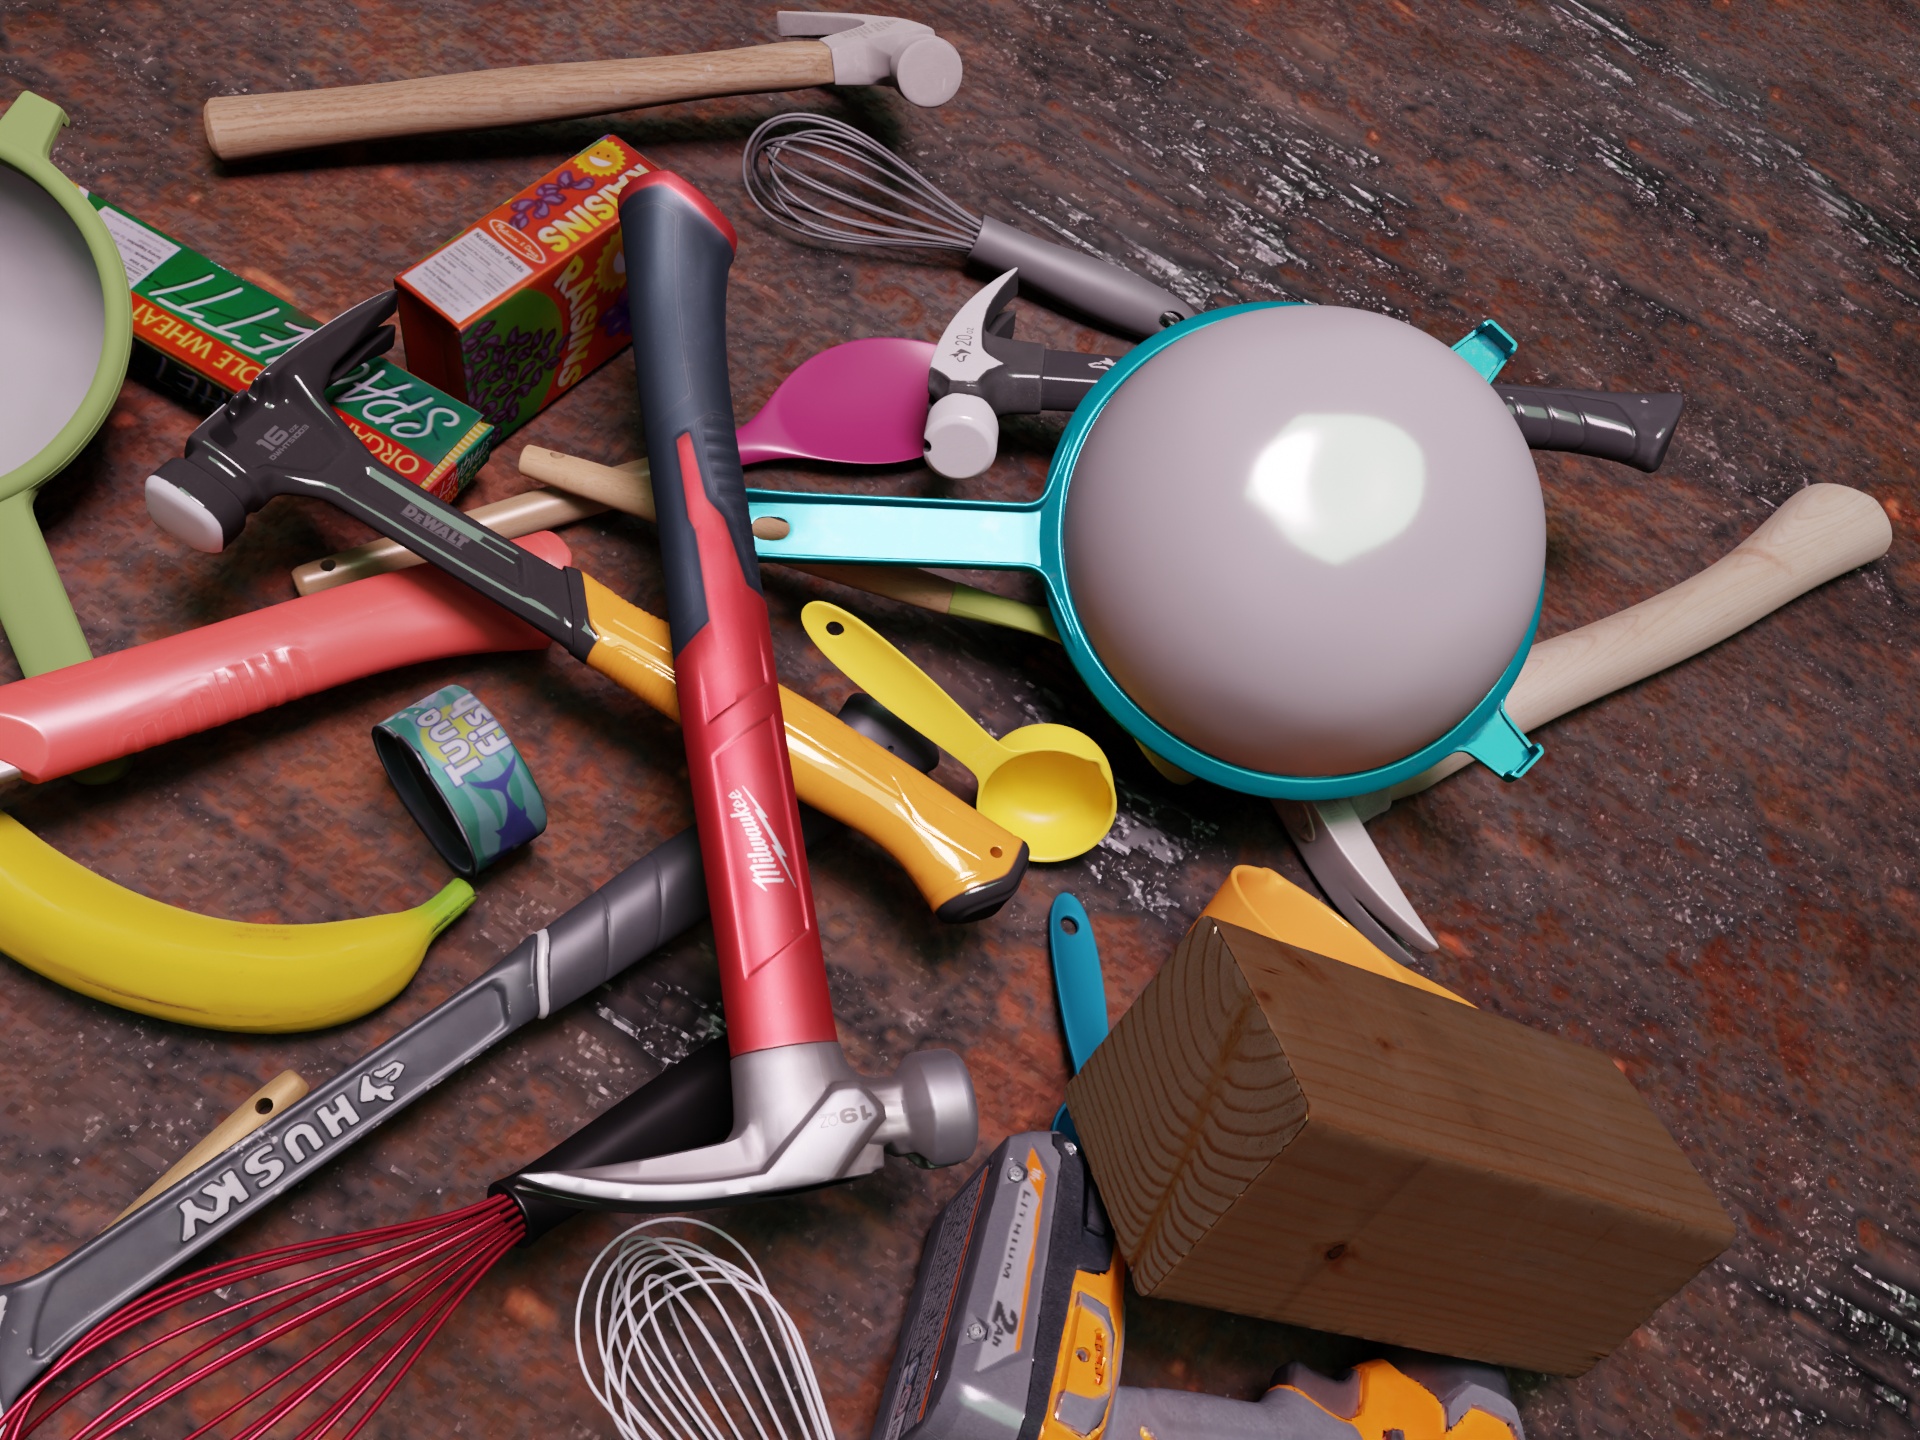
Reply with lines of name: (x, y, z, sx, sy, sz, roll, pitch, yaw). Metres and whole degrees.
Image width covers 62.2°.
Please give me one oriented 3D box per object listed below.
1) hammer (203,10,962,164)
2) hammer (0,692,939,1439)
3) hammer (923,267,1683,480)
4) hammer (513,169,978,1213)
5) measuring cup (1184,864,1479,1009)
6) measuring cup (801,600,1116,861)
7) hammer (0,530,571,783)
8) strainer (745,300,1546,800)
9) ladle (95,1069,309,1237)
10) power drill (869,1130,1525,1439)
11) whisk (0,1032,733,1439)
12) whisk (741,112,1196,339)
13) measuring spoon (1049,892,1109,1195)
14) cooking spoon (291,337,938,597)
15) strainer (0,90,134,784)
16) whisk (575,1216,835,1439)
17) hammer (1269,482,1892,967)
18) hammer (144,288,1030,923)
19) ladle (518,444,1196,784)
hammer: (-0.174, -0.294, 0.740, 0.331, 0.031, 0.130, -12, 32, -12)
hammer: (-0.161, 0.105, 0.556, 0.409, 0.036, 0.149, -34, 102, -31)
hammer: (0.154, -0.147, 0.716, 0.335, 0.035, 0.146, 5, 40, 2)
hammer: (-0.099, -0.030, 0.557, 0.143, 0.038, 0.387, -4, 68, -20)
measuring cup: (0.161, 0.120, 0.646, 0.173, 0.052, 0.095, 27, 17, -30)
measuring cup: (-0.001, -0.002, 0.637, 0.156, 0.062, 0.029, 40, 26, -18)
hammer: (-0.301, -0.011, 0.546, 0.359, 0.036, 0.149, -25, 83, -36)
strainer: (0.077, -0.080, 0.606, 0.340, 0.095, 0.211, 1, 80, -6)
ladle: (-0.322, 0.224, 0.474, 0.069, 0.031, 0.315, 41, 59, 3)
power drill: (0.096, 0.234, 0.550, 0.226, 0.084, 0.164, 27, 40, -5)
whisk: (-0.157, 0.165, 0.497, 0.296, 0.073, 0.073, -25, 73, -45)
whisk: (0.008, -0.233, 0.780, 0.239, 0.055, 0.055, 19, 61, -11)
measuring spoon: (0.047, 0.129, 0.633, 0.042, 0.021, 0.129, 8, 54, -20)
cooking spoon: (-0.129, -0.109, 0.694, 0.319, 0.017, 0.069, -22, 73, -25)
strainer: (-0.363, -0.095, 0.603, 0.151, 0.069, 0.256, -23, 91, -9)
whisk: (-0.035, 0.288, 0.510, 0.070, 0.070, 0.285, -30, 80, -26)
hammer: (0.320, -0.025, 0.769, 0.410, 0.038, 0.146, -22, 74, -24)
hammer: (-0.118, -0.032, 0.596, 0.337, 0.034, 0.127, 32, 54, -3)
ladle: (-0.033, -0.050, 0.672, 0.320, 0.062, 0.078, 18, 33, -3)
